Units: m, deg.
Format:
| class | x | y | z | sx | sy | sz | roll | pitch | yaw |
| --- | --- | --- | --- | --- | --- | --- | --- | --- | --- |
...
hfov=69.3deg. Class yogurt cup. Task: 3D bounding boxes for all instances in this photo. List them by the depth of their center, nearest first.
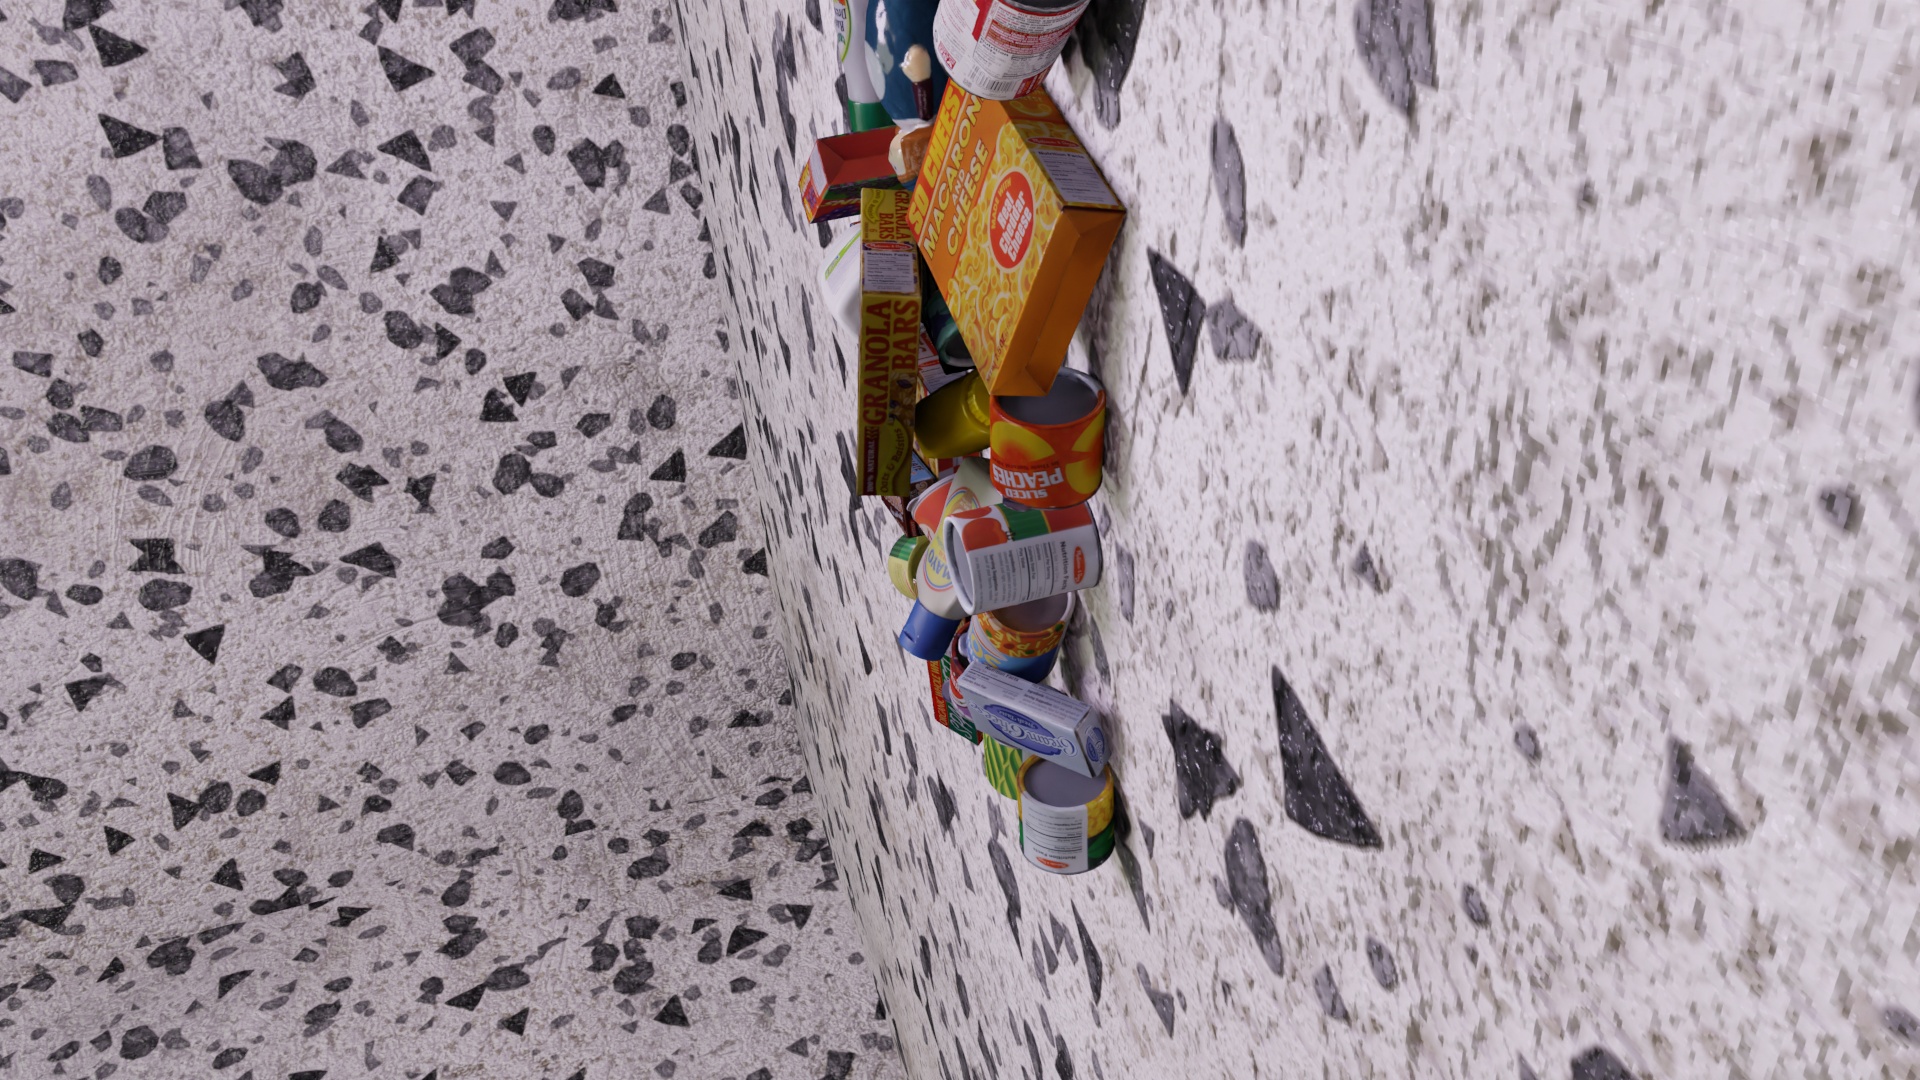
| class | x | y | z | sx | sy | sz | roll | pitch | yaw |
| --- | --- | --- | --- | --- | --- | --- | --- | --- | --- |
| yogurt cup | 0.004 | -0.013 | 1.054 | 0.072 | 0.072 | 0.054 | 102 | 144 | -62 |

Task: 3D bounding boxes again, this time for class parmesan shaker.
| class | x | y | z | sx | sy | sz | roll | pitch | yaw |
| --- | --- | --- | --- | --- | --- | --- | --- | --- | --- |
| parmesan shaker | -0.023 | 0.020 | 1.196 | 0.103 | 0.071 | 0.071 | -170 | 68 | -77 |

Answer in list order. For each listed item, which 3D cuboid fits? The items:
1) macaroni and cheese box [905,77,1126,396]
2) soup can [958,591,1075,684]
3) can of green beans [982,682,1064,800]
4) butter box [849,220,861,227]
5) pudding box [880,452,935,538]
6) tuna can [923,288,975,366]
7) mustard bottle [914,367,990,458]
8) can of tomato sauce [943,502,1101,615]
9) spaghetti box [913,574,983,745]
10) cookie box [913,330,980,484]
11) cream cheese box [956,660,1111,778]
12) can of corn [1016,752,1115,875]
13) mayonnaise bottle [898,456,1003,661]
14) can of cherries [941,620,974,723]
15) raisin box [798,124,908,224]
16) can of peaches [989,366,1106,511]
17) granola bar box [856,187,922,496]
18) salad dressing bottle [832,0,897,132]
| class | x | y | z | sx | sy | sz | roll | pitch | yaw |
| --- | --- | --- | --- | --- | --- | --- | --- | --- | --- |
| macaroni and cheese box | 0.025 | -0.180 | 0.776 | 0.123 | 0.040 | 0.167 | 113 | 147 | -41 |
| soup can | 0.037 | 0.055 | 0.950 | 0.083 | 0.071 | 0.071 | 100 | 154 | -60 |
| can of green beans | 0.049 | 0.146 | 1.003 | 0.071 | 0.071 | 0.057 | -118 | 19 | -49 |
| butter box | -0.077 | -0.241 | 1.266 | 0.053 | 0.024 | 0.103 | -145 | 43 | -71 |
| pudding box | -0.043 | -0.042 | 1.120 | 0.084 | 0.030 | 0.049 | -127 | 27 | -59 |
| tuna can | 0.013 | -0.140 | 0.874 | 0.070 | 0.071 | 0.033 | 109 | 145 | -67 |
| mustard bottle | 0.014 | -0.089 | 0.940 | 0.160 | 0.065 | 0.049 | 161 | 96 | -72 |
| can of tomato sauce | 0.037 | 0.006 | 0.874 | 0.071 | 0.083 | 0.071 | 169 | 89 | -77 |
| spaghetti box | -0.003 | 0.099 | 1.161 | 0.050 | 0.029 | 0.248 | 28 | 153 | 20 |
| cookie box | -0.027 | -0.108 | 1.145 | 0.168 | 0.040 | 0.122 | -120 | 21 | -51 |
| cream cheese box | 0.048 | 0.119 | 0.932 | 0.104 | 0.024 | 0.053 | 18 | 145 | 37 |
| can of corn | 0.072 | 0.181 | 0.944 | 0.071 | 0.071 | 0.058 | -122 | 23 | -55 |
| mayonnaise bottle | 0.000 | 0.017 | 0.993 | 0.065 | 0.041 | 0.147 | 44 | 117 | 42 |
| can of cherries | 0.022 | 0.100 | 1.064 | 0.058 | 0.071 | 0.072 | 94 | 159 | -51 |
| raisin box | -0.075 | -0.283 | 1.072 | 0.123 | 0.086 | 0.040 | 178 | 78 | -77 |
| can of peaches | 0.048 | -0.058 | 0.792 | 0.071 | 0.071 | 0.057 | -117 | 20 | -48 |
| granola bar box | -0.049 | -0.130 | 0.924 | 0.125 | 0.039 | 0.164 | -94 | 7 | -46 |
| salad dressing bottle | -0.072 | -0.376 | 1.063 | 0.064 | 0.044 | 0.146 | -118 | 19 | -53 |
